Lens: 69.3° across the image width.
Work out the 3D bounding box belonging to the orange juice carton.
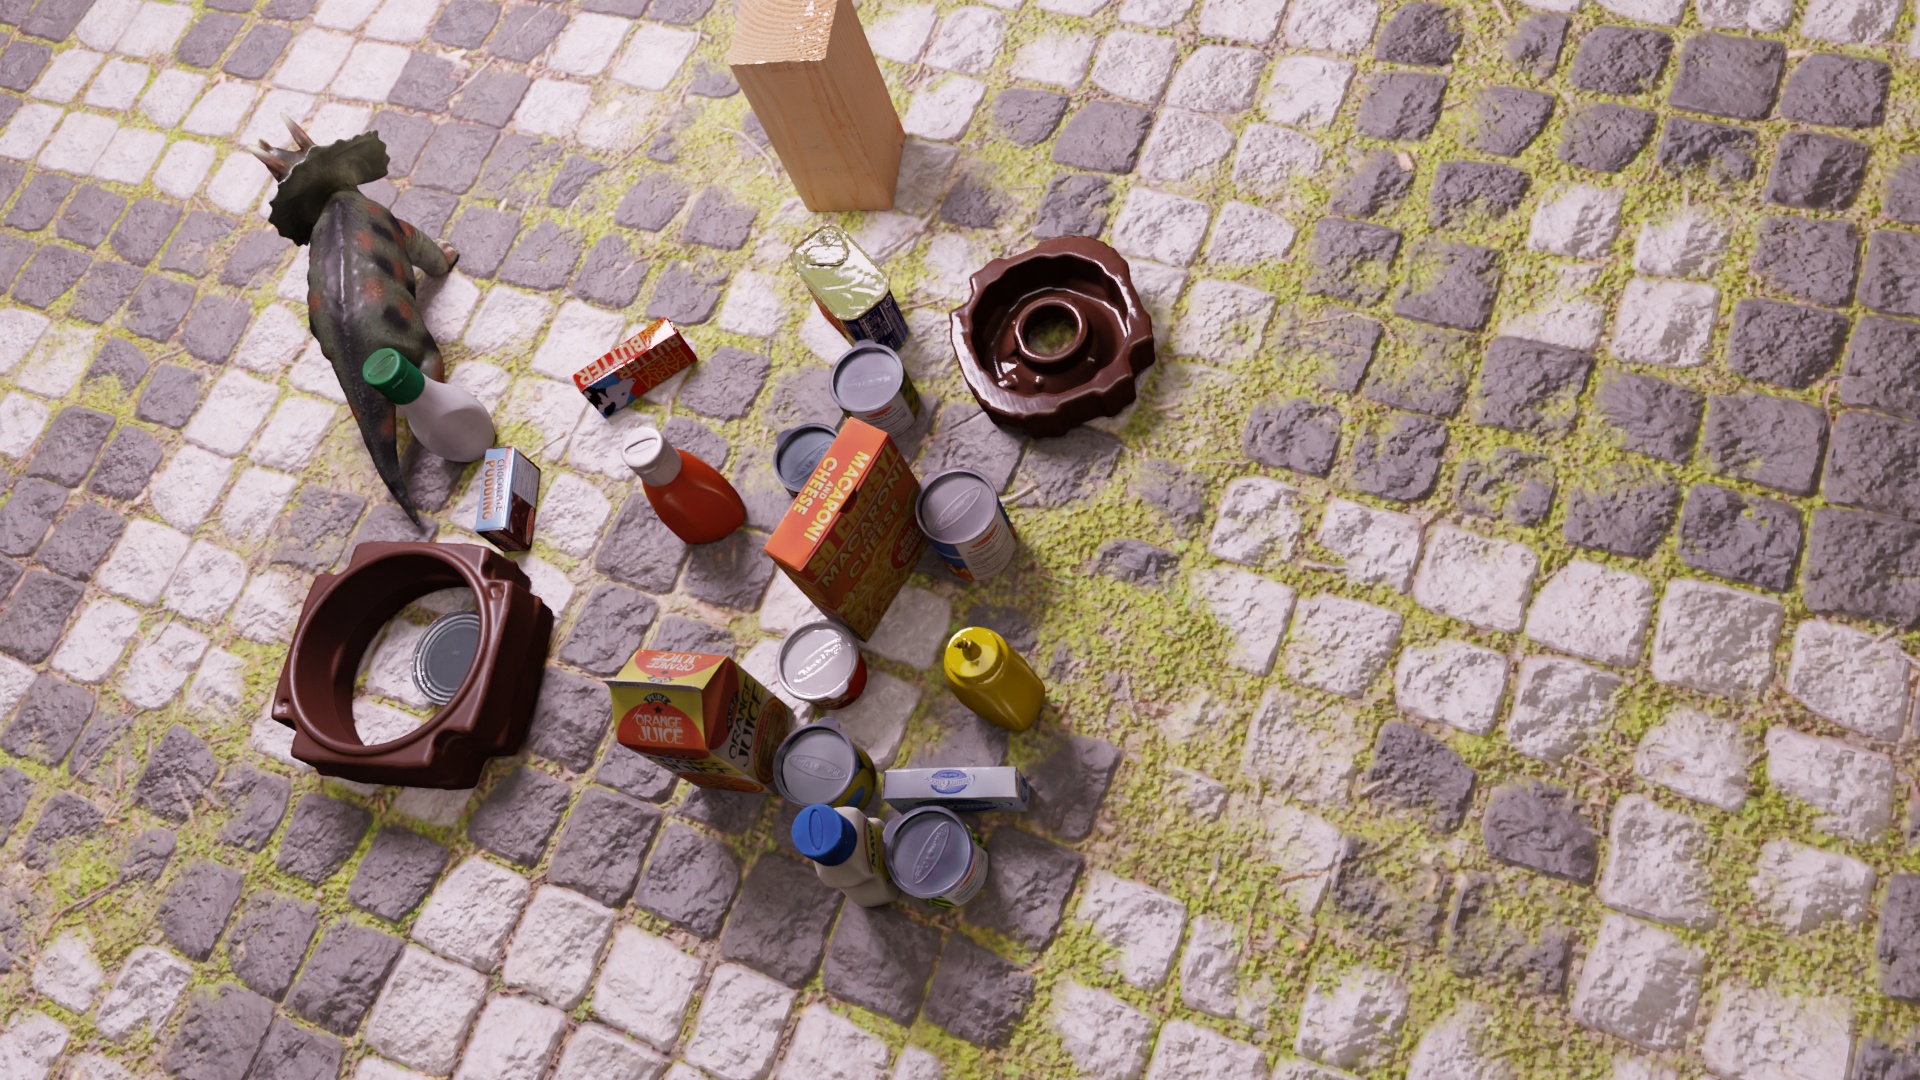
[{"bbox_3d":[-0.194,0.133,1.041,0.072,0.192,0.073,3,69,15],"label":"orange juice carton"}]

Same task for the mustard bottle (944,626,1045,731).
[{"bbox_3d":[0.020,0.097,1.023,0.065,0.159,0.049,22,75,21],"label":"mustard bottle"}]

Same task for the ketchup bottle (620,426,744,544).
[{"bbox_3d":[-0.233,-0.045,1.151,0.065,0.148,0.044,-21,64,4],"label":"ketchup bottle"}]

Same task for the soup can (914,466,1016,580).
[{"bbox_3d":[0.004,-0.014,1.117,0.071,0.083,0.071,-5,67,12],"label":"soup can"}]

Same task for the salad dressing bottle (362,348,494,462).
[{"bbox_3d":[-0.474,-0.121,1.243,0.064,0.147,0.044,-42,65,-6],"label":"salad dressing bottle"}]

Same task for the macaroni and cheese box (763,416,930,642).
[{"bbox_3d":[-0.078,-0.005,1.087,0.040,0.166,0.124,26,76,22],"label":"macaroni and cheese box"}]

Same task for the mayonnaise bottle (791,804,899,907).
[{"bbox_3d":[-0.080,0.223,1.000,0.041,0.147,0.065,-12,65,9],"label":"mayonnaise bottle"}]

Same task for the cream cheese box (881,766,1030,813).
[{"bbox_3d":[-0.002,0.189,1.048,0.104,0.053,0.024,-3,67,12],"label":"cream cheese box"}]

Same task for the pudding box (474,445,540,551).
[{"bbox_3d":[-0.405,-0.037,1.244,0.030,0.049,0.084,-6,66,11],"label":"pudding box"}]

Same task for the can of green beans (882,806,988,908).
[{"bbox_3d":[-0.017,0.235,1.029,0.071,0.057,0.071,-5,66,12],"label":"can of green beans"}]

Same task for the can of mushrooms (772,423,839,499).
[{"bbox_3d":[-0.127,-0.067,1.199,0.071,0.033,0.071,-5,66,12],"label":"can of mushrooms"}]

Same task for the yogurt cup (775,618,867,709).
[{"bbox_3d":[-0.108,0.102,1.110,0.072,0.053,0.072,-5,66,12],"label":"yogurt cup"}]

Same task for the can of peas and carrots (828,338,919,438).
[{"bbox_3d":[-0.074,-0.129,1.199,0.071,0.058,0.071,-5,66,12],"label":"can of peas and carrots"}]

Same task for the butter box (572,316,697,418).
[{"bbox_3d":[-0.297,-0.158,1.268,0.103,0.053,0.024,-33,64,-2],"label":"butter box"}]

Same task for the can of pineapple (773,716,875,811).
[{"bbox_3d":[-0.103,0.179,1.074,0.071,0.057,0.071,-5,66,12],"label":"can of pineapple"}]
